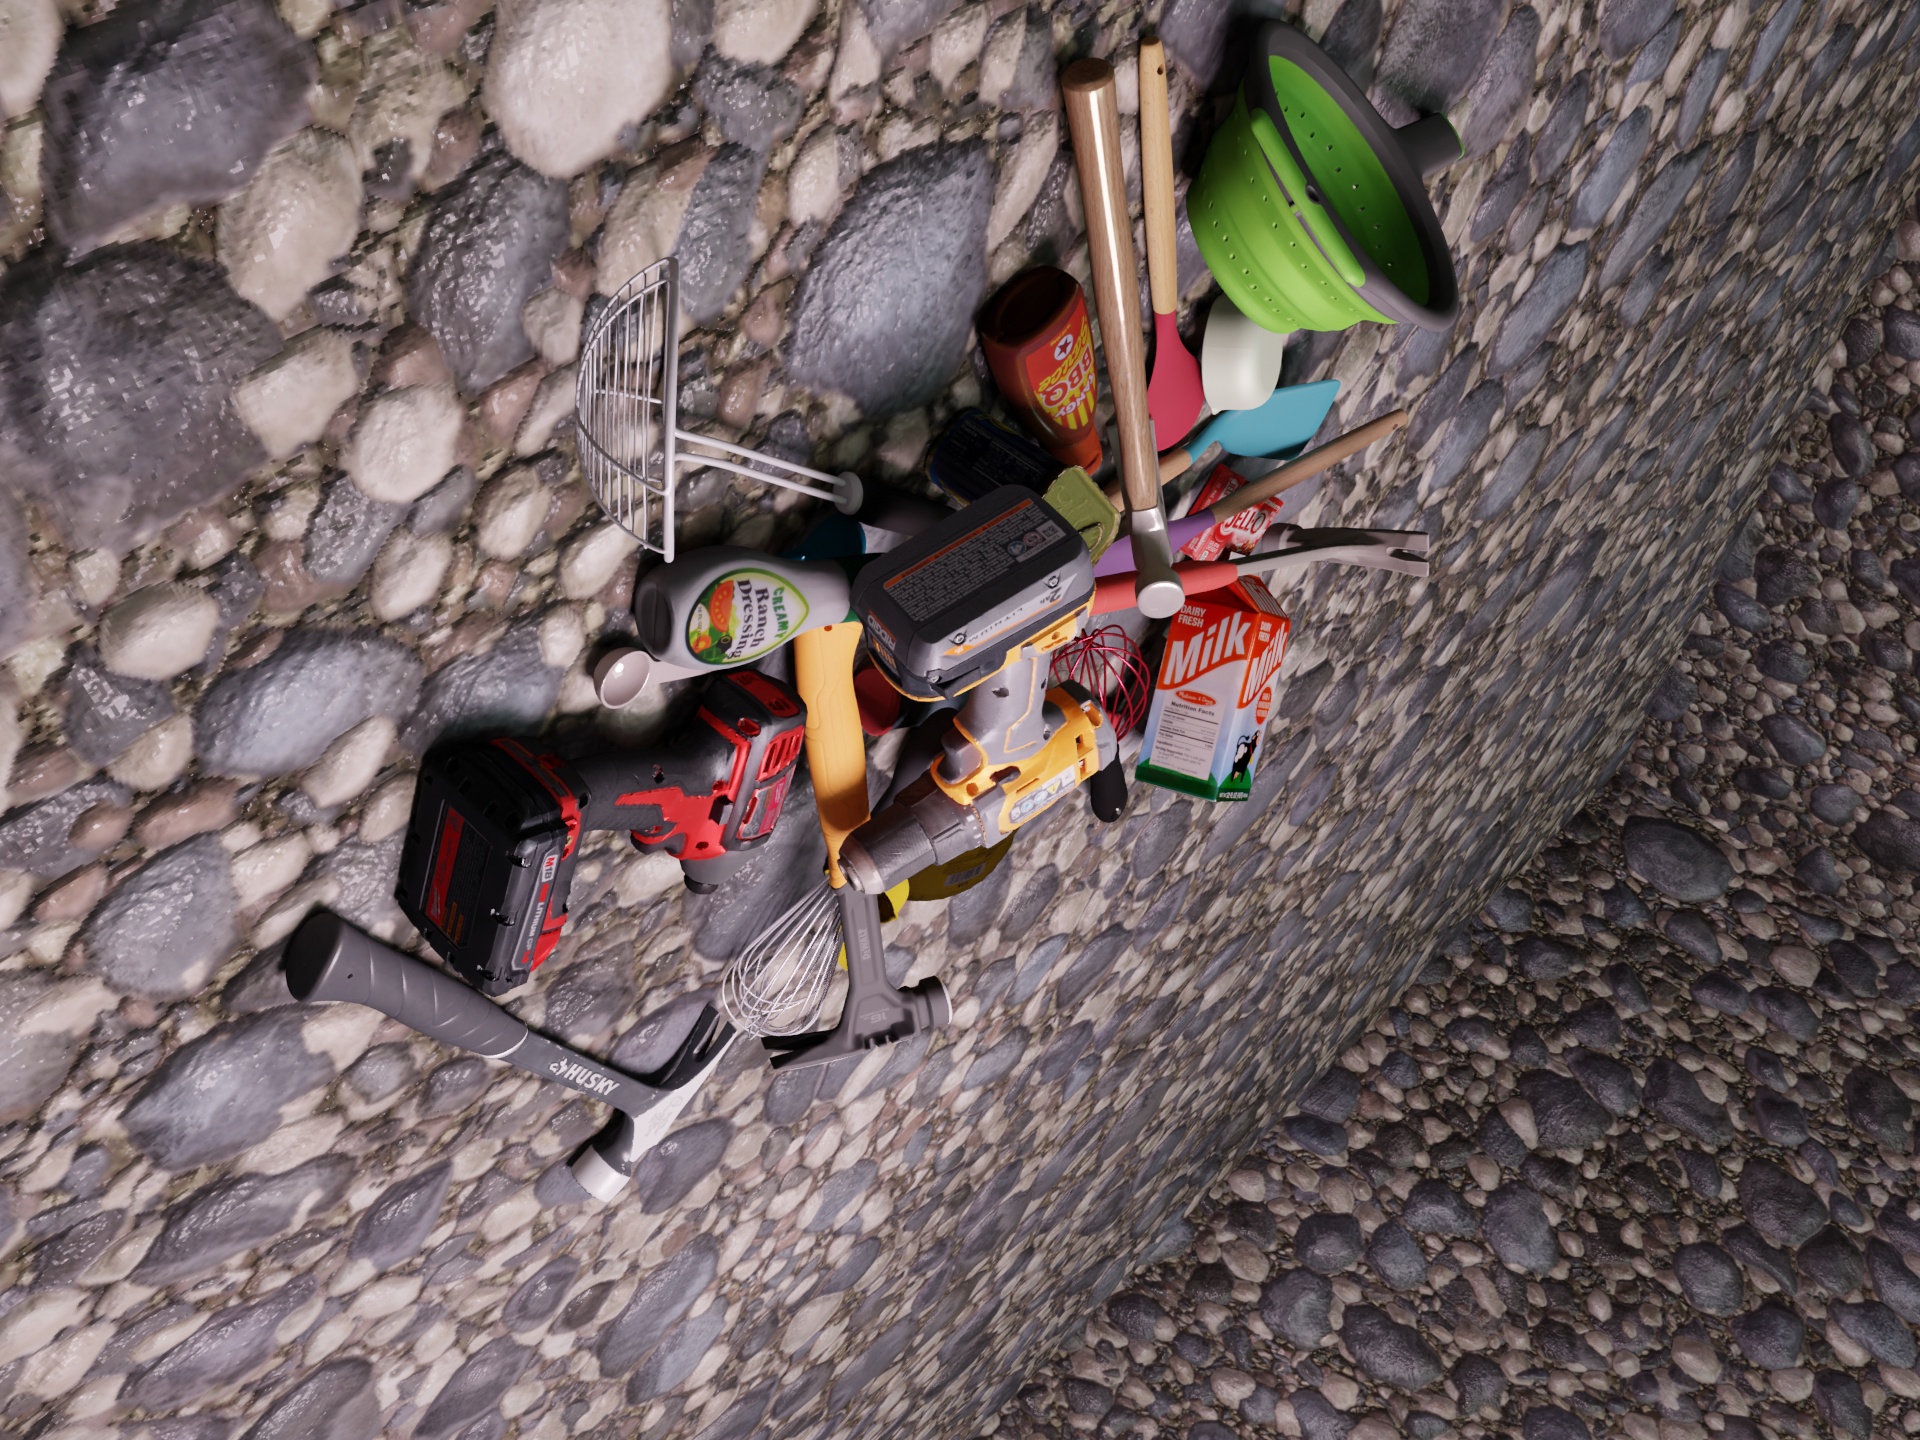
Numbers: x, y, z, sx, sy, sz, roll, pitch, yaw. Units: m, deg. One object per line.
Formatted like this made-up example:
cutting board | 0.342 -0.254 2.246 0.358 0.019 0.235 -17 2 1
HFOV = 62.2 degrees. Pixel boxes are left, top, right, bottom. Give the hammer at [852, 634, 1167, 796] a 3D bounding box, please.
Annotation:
hammer | 0.050 -0.017 1.155 0.386 0.038 0.143 10 114 -59

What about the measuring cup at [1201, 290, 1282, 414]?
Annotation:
measuring cup | 0.212 -0.250 1.104 0.167 0.038 0.083 -12 109 -61

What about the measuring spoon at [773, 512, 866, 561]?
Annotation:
measuring spoon | -0.098 -0.077 0.875 0.128 0.021 0.042 -29 145 -36

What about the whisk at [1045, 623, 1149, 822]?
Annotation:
whisk | 0.106 0.013 1.179 0.073 0.073 0.295 -45 156 -14

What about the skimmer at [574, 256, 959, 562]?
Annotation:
skimmer | -0.065 -0.126 0.795 0.363 0.090 0.127 6 84 -61

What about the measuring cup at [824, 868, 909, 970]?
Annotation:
measuring cup | -0.071 0.140 1.159 0.029 0.062 0.156 -52 168 -32

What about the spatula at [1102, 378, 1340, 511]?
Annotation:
spatula | 0.148 -0.168 1.111 0.317 0.044 0.082 -34 160 -34

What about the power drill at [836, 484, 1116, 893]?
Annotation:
power drill | -0.001 -0.003 0.899 0.185 0.084 0.226 -32 146 -15

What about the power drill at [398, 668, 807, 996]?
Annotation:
power drill | -0.181 0.058 0.858 0.219 0.079 0.143 -20 139 -50

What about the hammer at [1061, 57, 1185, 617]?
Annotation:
hammer | 0.095 -0.222 0.929 0.031 0.130 0.331 -9 135 6

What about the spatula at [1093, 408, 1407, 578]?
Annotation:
spatula | 0.206 -0.161 1.184 0.316 0.018 0.059 -29 146 -15

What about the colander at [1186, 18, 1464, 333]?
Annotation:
colander | 0.238 -0.330 1.007 0.094 0.204 0.397 -29 -173 36

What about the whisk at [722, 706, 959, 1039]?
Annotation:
whisk | -0.074 0.106 1.057 0.070 0.070 0.284 -1 130 -56

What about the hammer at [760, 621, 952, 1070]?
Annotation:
hammer | -0.078 0.074 0.985 0.127 0.034 0.336 -14 122 -16

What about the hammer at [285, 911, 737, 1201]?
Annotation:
hammer | -0.256 0.189 0.940 0.149 0.036 0.408 -49 152 -9

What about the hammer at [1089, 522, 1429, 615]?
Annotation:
hammer | 0.147 -0.094 1.087 0.359 0.149 0.036 -13 106 -30

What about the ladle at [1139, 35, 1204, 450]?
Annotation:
ladle | 0.125 -0.275 0.977 0.069 0.031 0.315 -41 149 -17

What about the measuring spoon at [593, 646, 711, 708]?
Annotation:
measuring spoon | -0.153 -0.034 0.858 0.124 0.018 0.034 -22 139 -55
